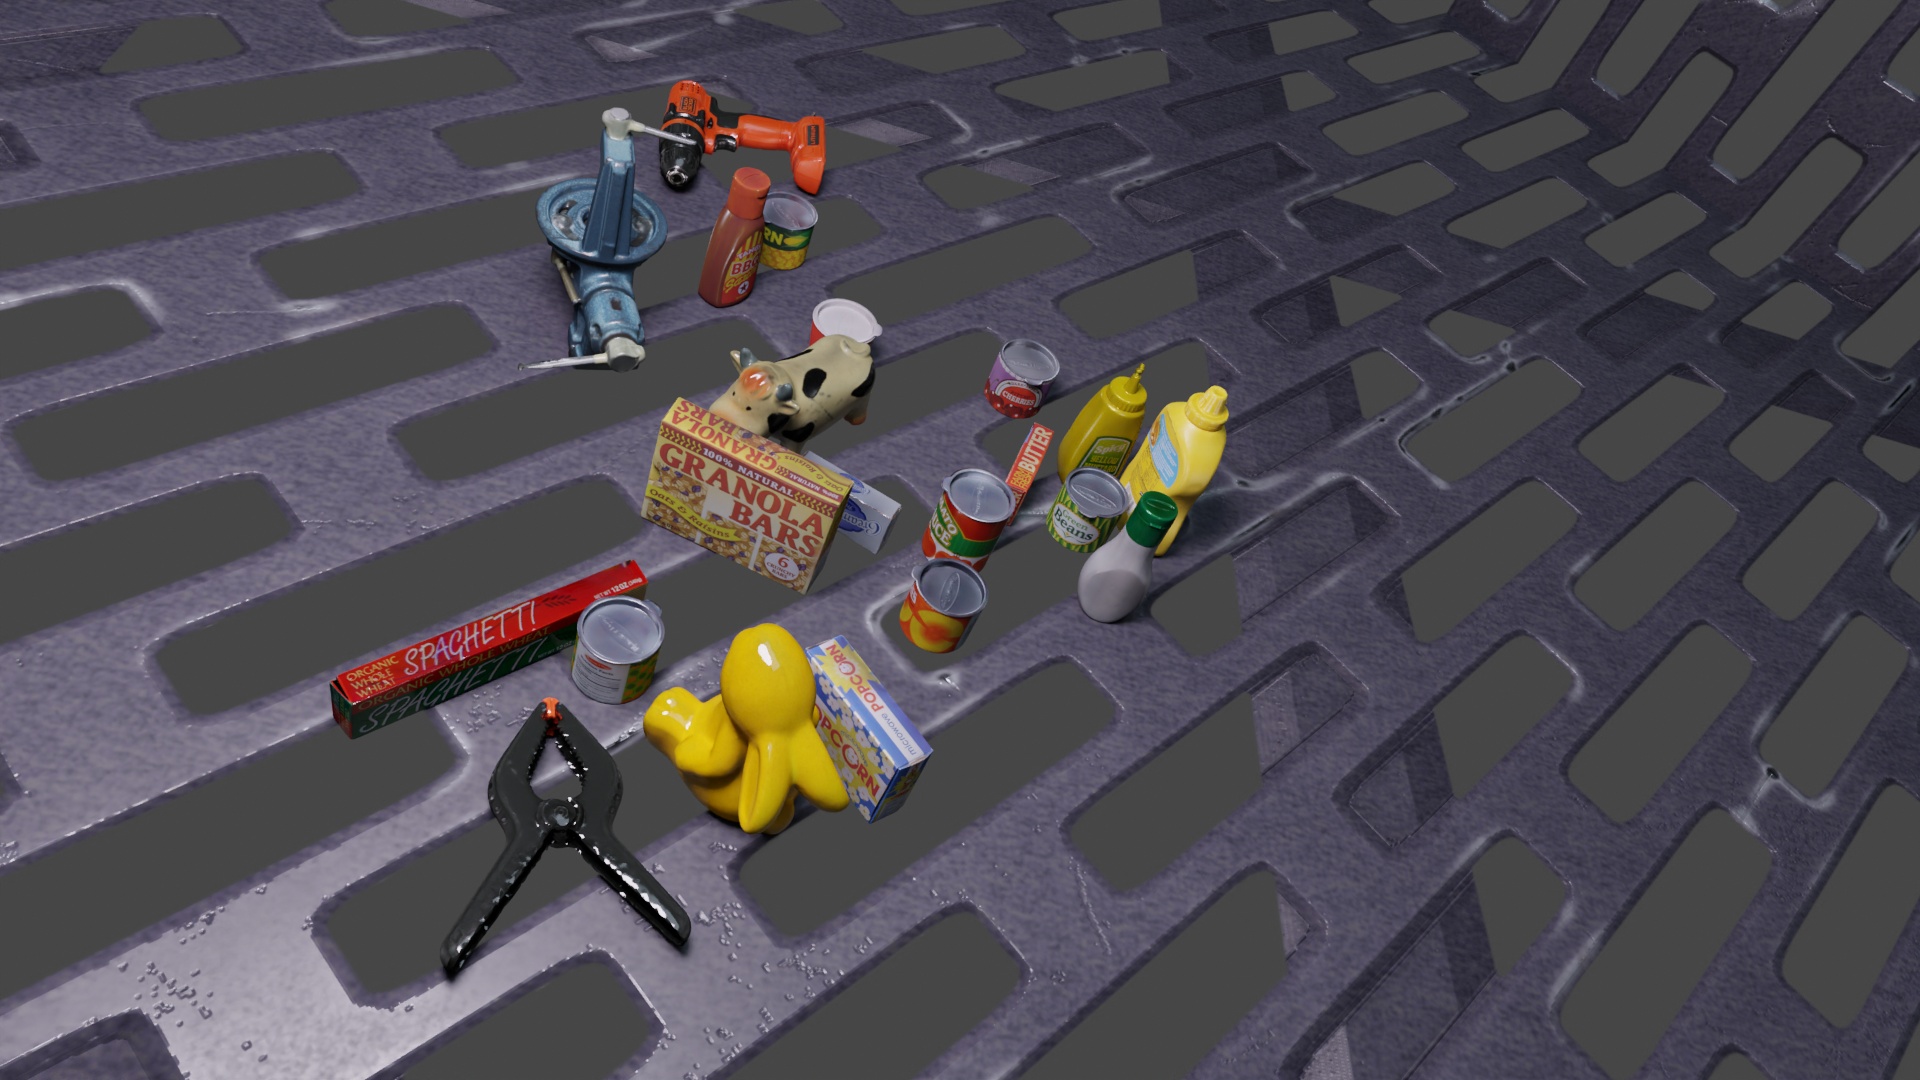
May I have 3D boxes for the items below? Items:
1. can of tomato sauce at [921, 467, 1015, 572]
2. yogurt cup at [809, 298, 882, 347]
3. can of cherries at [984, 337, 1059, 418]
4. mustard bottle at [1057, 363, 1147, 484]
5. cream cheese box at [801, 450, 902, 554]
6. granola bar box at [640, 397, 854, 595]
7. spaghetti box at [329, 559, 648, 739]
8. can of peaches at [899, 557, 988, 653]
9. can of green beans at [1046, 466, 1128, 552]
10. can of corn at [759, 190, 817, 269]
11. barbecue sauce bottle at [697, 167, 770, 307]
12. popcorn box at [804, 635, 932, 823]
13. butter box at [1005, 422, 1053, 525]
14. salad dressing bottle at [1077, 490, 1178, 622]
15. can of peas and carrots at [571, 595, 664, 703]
[{"bbox_3d":[0.005,-0.016,1.292,0.071,0.082,0.071,12,46,-13],"label":"can of tomato sauce"},{"bbox_3d":[-0.124,-0.208,1.431,0.072,0.053,0.073,12,46,-13],"label":"yogurt cup"},{"bbox_3d":[0.064,-0.170,1.474,0.071,0.058,0.072,12,46,-13],"label":"can of cherries"},{"bbox_3d":[0.148,-0.116,1.389,0.065,0.159,0.049,3,49,-21],"label":"mustard bottle"},{"bbox_3d":[-0.109,-0.035,1.281,0.104,0.053,0.024,31,45,5],"label":"cream cheese box"},{"bbox_3d":[-0.187,-0.036,1.199,0.165,0.123,0.039,26,45,0],"label":"granola bar box"},{"bbox_3d":[-0.357,0.081,1.073,0.251,0.049,0.029,-25,63,-38],"label":"spaghetti box"},{"bbox_3d":[-0.018,0.057,1.233,0.071,0.057,0.071,12,46,-13],"label":"can of peaches"},{"bbox_3d":[0.125,-0.030,1.373,0.071,0.057,0.071,12,46,-13],"label":"can of green beans"},{"bbox_3d":[-0.197,-0.337,1.514,0.071,0.058,0.071,12,46,-13],"label":"can of corn"},{"bbox_3d":[-0.226,-0.309,1.412,0.044,0.147,0.065,39,46,13],"label":"barbecue sauce bottle"},{"bbox_3d":[-0.083,0.150,1.102,0.038,0.084,0.127,-23,62,-37],"label":"popcorn box"},{"bbox_3d":[0.061,-0.066,1.382,0.024,0.052,0.104,26,45,0],"label":"butter box"},{"bbox_3d":[0.155,0.016,1.282,0.064,0.146,0.044,18,45,-8],"label":"salad dressing bottle"},{"bbox_3d":[-0.270,0.085,1.099,0.071,0.058,0.071,12,46,-13],"label":"can of peas and carrots"}]
